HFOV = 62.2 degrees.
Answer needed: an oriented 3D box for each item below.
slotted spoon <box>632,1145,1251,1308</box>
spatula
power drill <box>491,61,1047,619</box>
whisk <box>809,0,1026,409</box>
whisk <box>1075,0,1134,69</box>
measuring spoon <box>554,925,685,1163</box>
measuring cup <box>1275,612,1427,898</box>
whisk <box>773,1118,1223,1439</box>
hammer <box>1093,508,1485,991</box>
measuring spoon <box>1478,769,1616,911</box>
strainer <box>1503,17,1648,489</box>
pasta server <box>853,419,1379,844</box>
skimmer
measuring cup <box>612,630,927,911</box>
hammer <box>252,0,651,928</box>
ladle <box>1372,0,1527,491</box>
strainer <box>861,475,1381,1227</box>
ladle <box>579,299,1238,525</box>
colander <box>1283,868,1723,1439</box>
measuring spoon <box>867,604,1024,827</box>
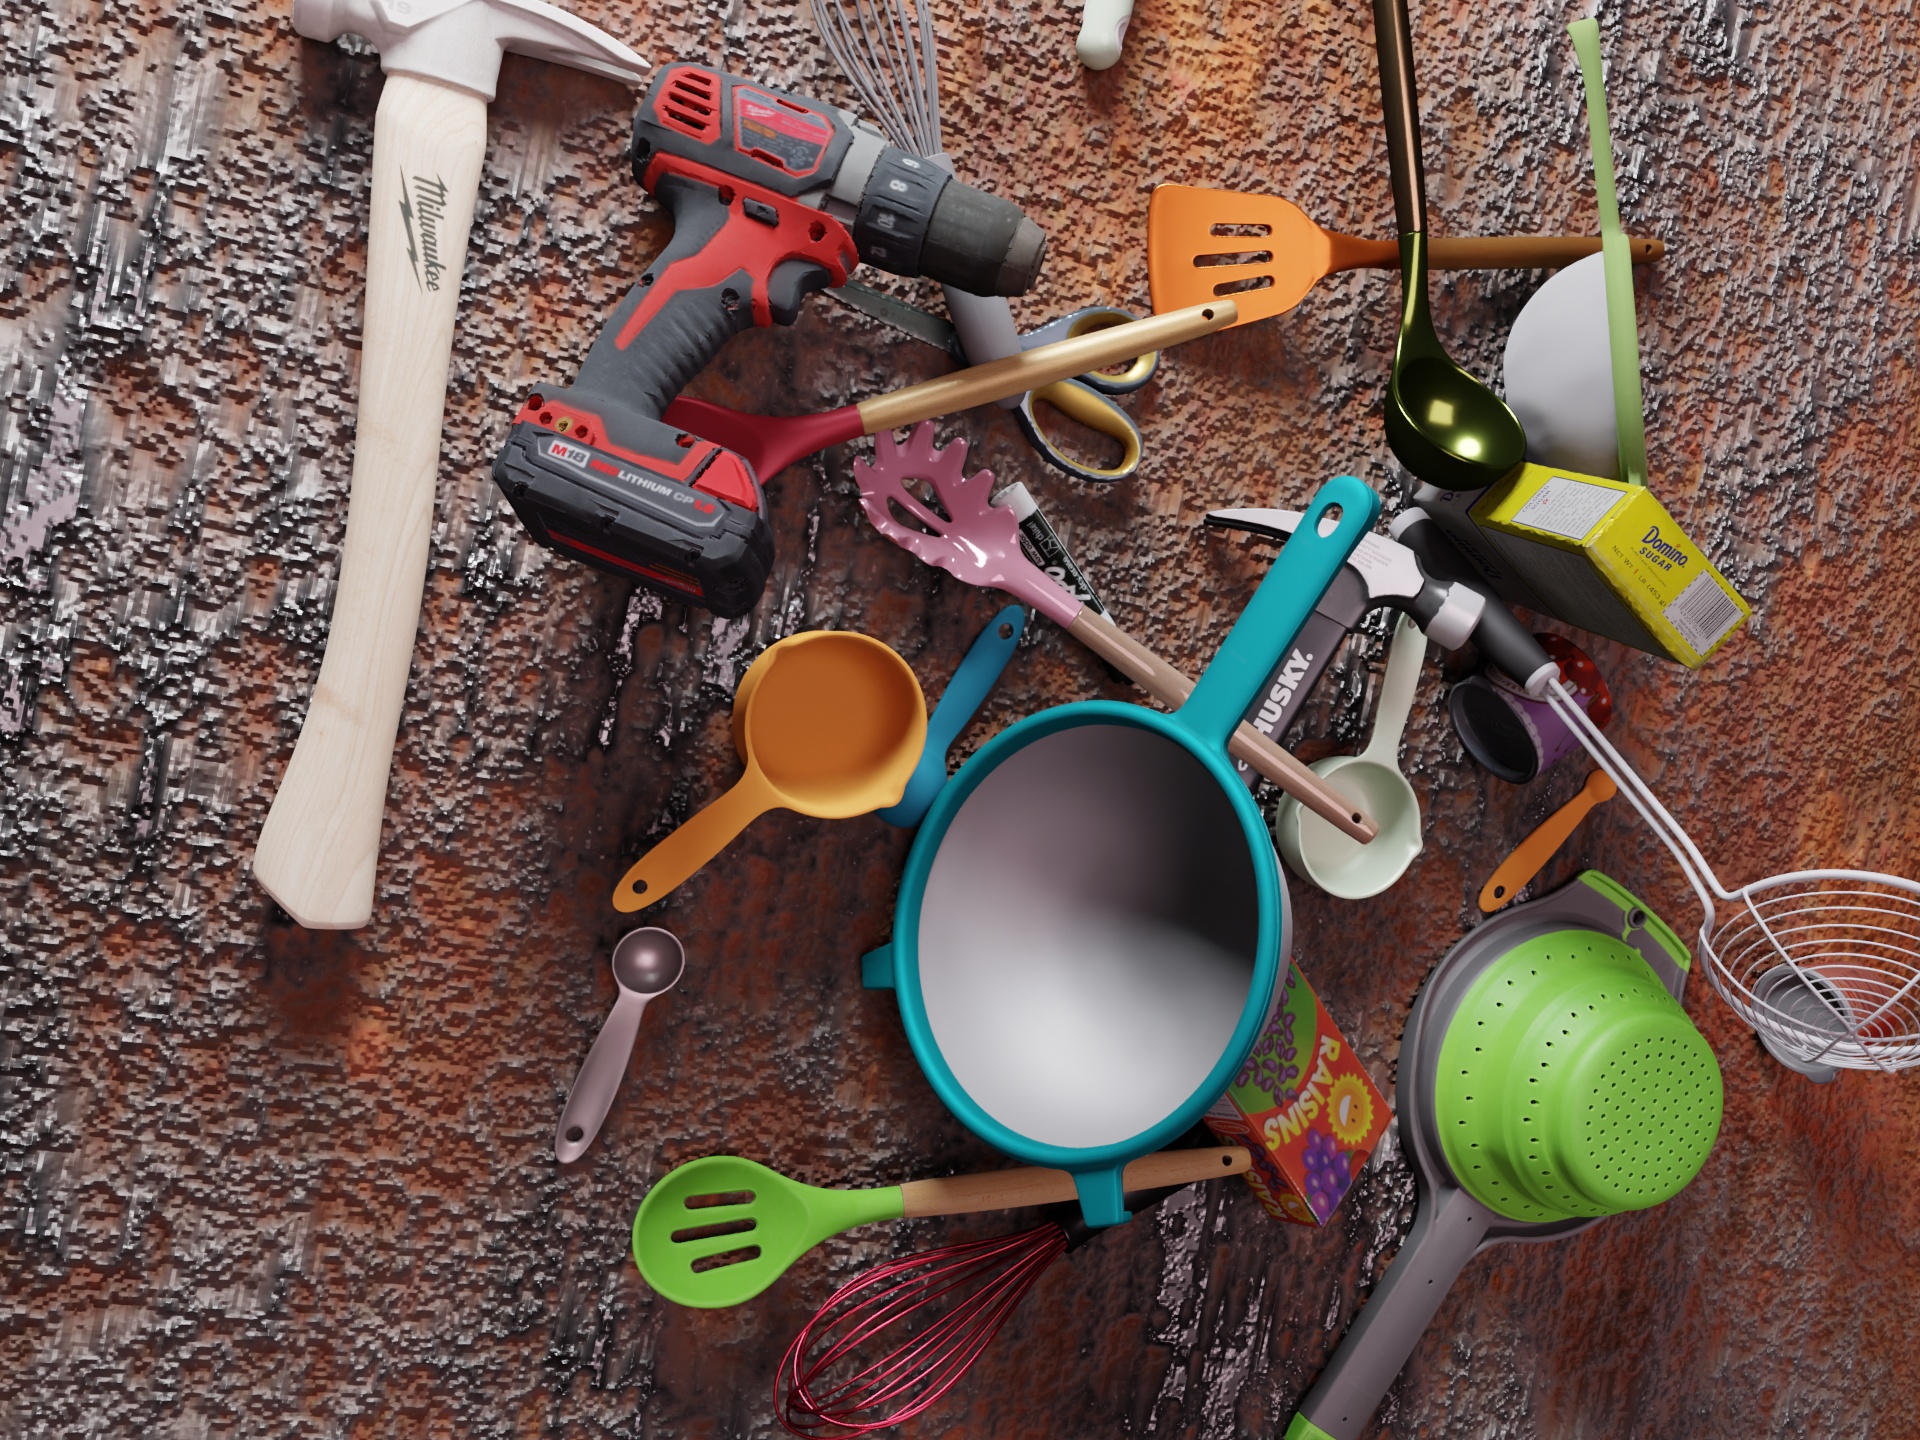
[{"bbox_3d":[-0.004,0.239,0.794,0.313,0.031,0.070,-4,74,-11],"label":"slotted spoon"},{"bbox_3d":[0.251,-0.252,0.863,0.322,0.041,0.081,-8,97,-23],"label":"spatula"},{"bbox_3d":[-0.081,-0.162,0.689,0.188,0.080,0.227,21,77,1],"label":"power drill"},{"bbox_3d":[-0.015,-0.261,0.746,0.055,0.055,0.239,-23,99,-16],"label":"whisk"},{"bbox_3d":[0.092,-0.443,0.779,0.059,0.058,0.246,13,94,14],"label":"whisk"},{"bbox_3d":[-0.167,0.153,0.760,0.034,0.018,0.124,22,94,-20],"label":"measuring spoon"},{"bbox_3d":[0.221,0.013,0.870,0.083,0.038,0.167,17,88,-20],"label":"measuring cup"},{"bbox_3d":[0.035,0.275,0.821,0.296,0.073,0.073,-25,103,-23],"label":"whisk"},{"bbox_3d":[0.125,0.047,0.824,0.146,0.035,0.335,29,92,5],"label":"hammer"},{"bbox_3d":[0.345,0.071,0.932,0.117,0.011,0.021,-42,107,-11],"label":"measuring spoon"},{"bbox_3d":[0.318,-0.229,0.842,0.069,0.151,0.256,-6,105,24],"label":"strainer"},{"bbox_3d":[0.080,-0.036,0.778,0.316,0.040,0.060,36,77,-4],"label":"pasta server"},{"bbox_3d":[0.351,0.018,0.797,0.090,0.127,0.364,-16,57,-23],"label":"skimmer"},{"bbox_3d":[-0.097,0.027,0.751,0.173,0.052,0.095,-40,107,-10],"label":"measuring cup"},{"bbox_3d":[-0.237,-0.112,0.696,0.146,0.038,0.410,8,93,-21],"label":"hammer"},{"bbox_3d":[0.235,-0.275,0.801,0.078,0.062,0.320,-11,97,-33],"label":"ladle"},{"bbox_3d":[0.108,0.049,0.739,0.095,0.211,0.340,21,104,-49],"label":"strainer"},{"bbox_3d":[-0.022,-0.148,0.738,0.315,0.031,0.069,-16,89,-3],"label":"ladle"},{"bbox_3d":[0.313,0.277,0.896,0.204,0.094,0.397,37,82,-19],"label":"colander"},{"bbox_3d":[-0.001,-0.003,0.795,0.042,0.021,0.128,33,86,-19],"label":"measuring spoon"}]
